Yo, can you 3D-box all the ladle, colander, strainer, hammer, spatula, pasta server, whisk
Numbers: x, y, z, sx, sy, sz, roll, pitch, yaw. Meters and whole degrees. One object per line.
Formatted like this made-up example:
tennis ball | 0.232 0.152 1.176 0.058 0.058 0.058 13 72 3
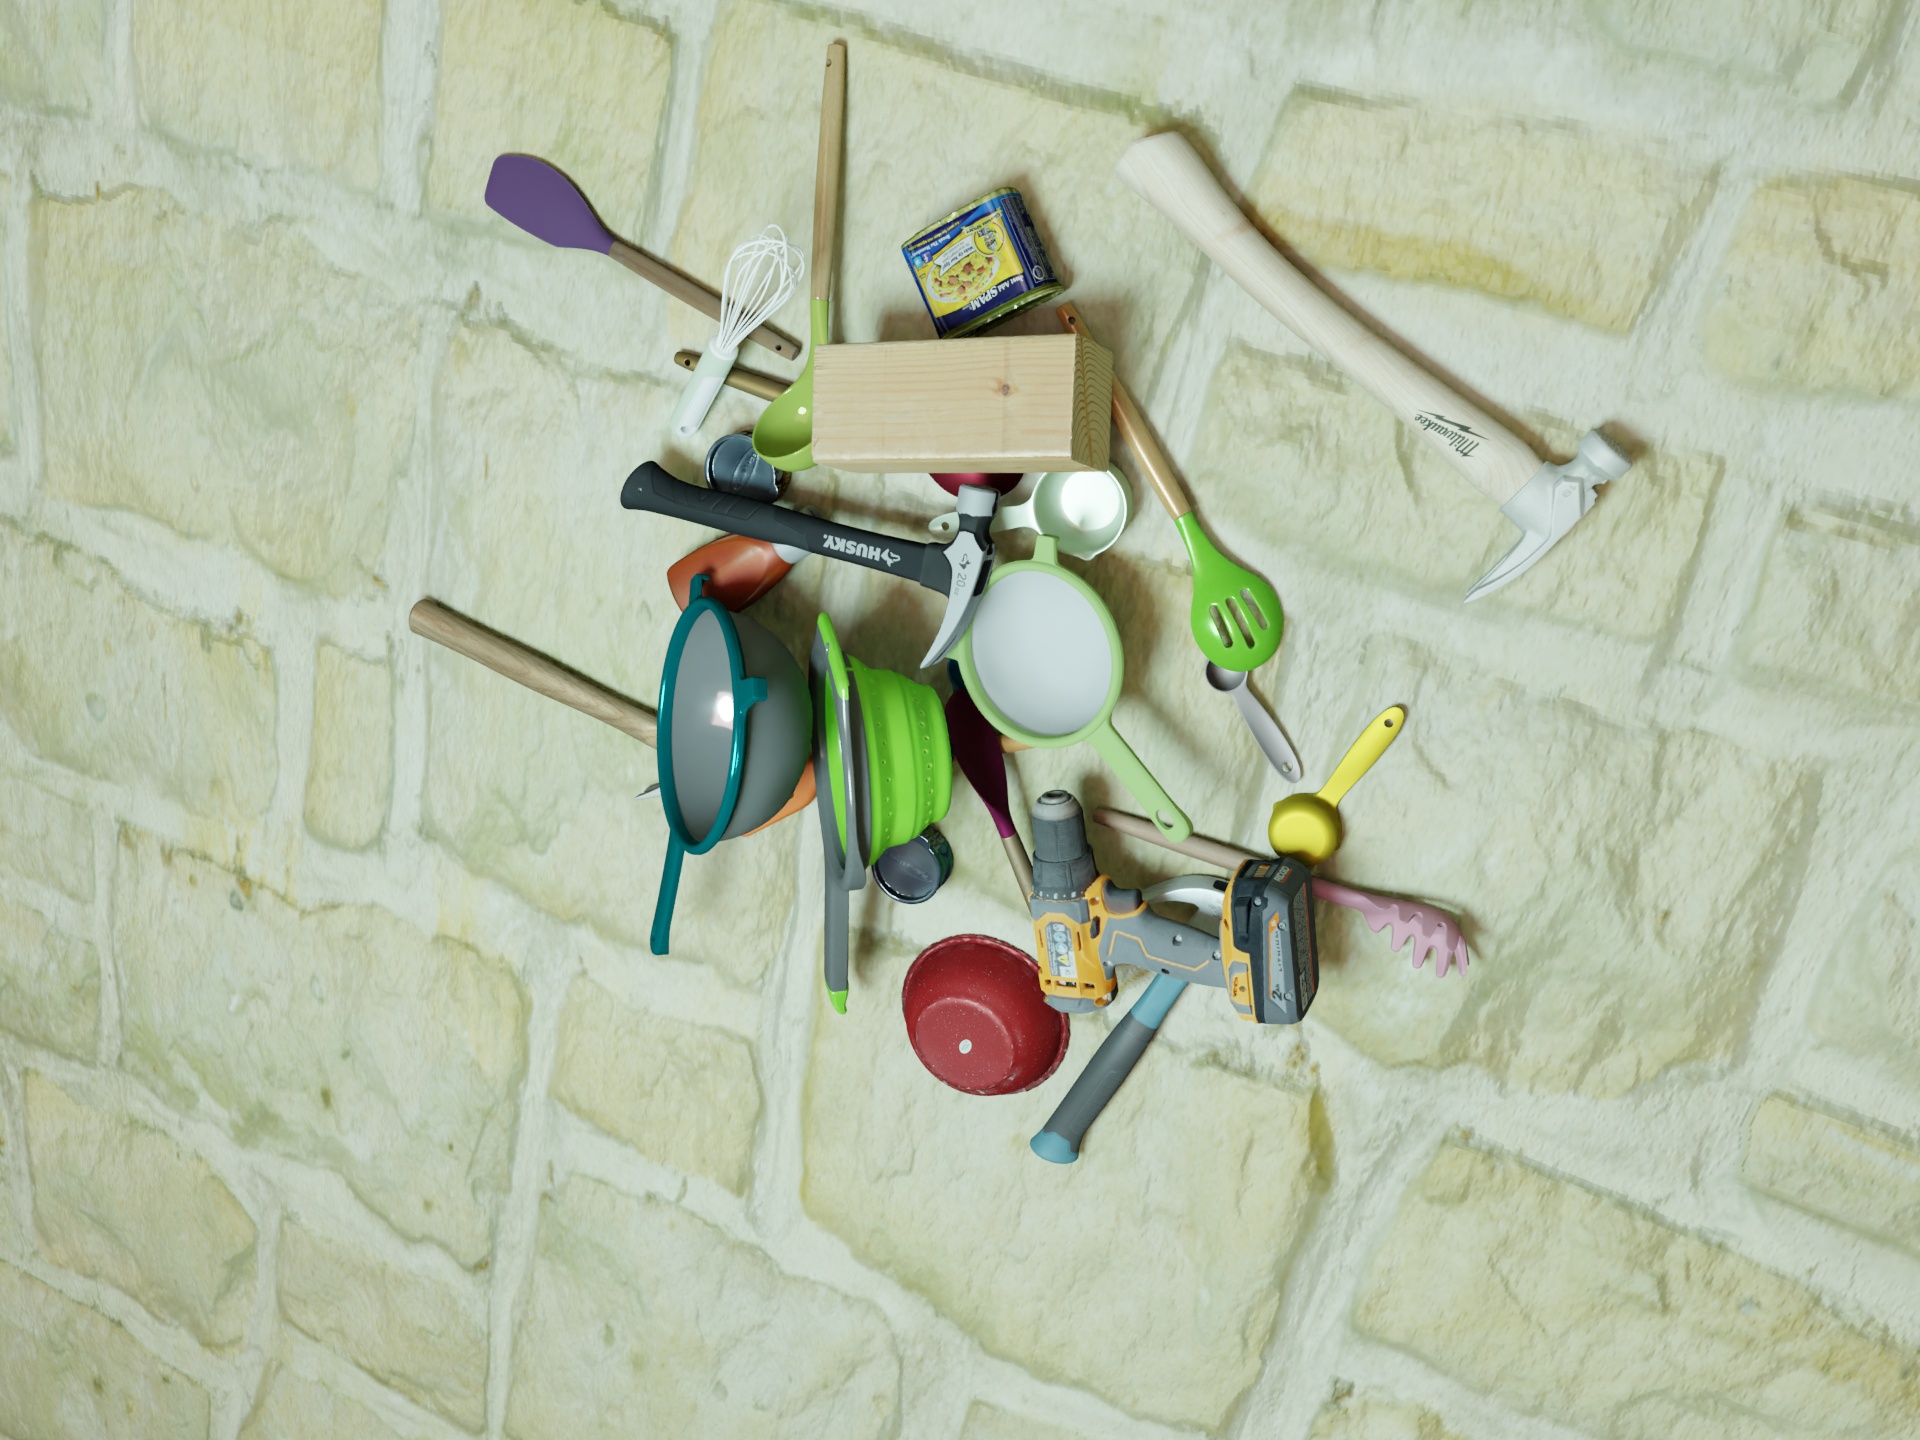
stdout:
ladle | -0.096 -0.249 1.287 0.315 0.031 0.069 22 113 16
colander | -0.066 0.095 1.319 0.094 0.205 0.396 -6 128 -12
strainer | -0.194 0.060 1.346 0.211 0.095 0.340 54 136 50
hammer | 0.266 -0.263 1.128 0.410 0.038 0.146 42 120 4
spatula | -0.060 0.038 1.366 0.322 0.041 0.081 -10 104 24
hammer | -0.370 -0.030 1.473 0.331 0.031 0.130 25 115 13
strainer | 0.107 -0.016 1.247 0.256 0.069 0.151 52 127 9
pasta server | 0.252 0.130 1.273 0.316 0.040 0.060 18 153 17
whisk | -0.183 -0.298 1.254 0.246 0.057 0.059 -45 54 52
hammer | -0.132 -0.148 1.281 0.335 0.035 0.146 16 106 21
ladle | -0.115 -0.353 1.225 0.078 0.062 0.320 16 107 38
spatula | -0.264 -0.379 1.312 0.316 0.018 0.059 32 116 10
hammer | 0.152 0.266 1.364 0.128 0.033 0.331 33 117 7

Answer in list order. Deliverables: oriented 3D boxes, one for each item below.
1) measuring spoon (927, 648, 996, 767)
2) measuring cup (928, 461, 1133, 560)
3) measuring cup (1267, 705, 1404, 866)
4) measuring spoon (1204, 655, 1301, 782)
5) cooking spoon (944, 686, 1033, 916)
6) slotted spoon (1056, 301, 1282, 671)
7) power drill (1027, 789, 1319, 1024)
measuring spoon | -0.002 -0.004 1.327 0.042 0.021 0.128 22 104 13
measuring cup | 0.056 -0.164 1.249 0.167 0.038 0.083 -5 107 26
measuring cup | 0.293 0.052 1.231 0.062 0.029 0.156 35 120 7
measuring spoon | 0.230 -0.003 1.247 0.034 0.018 0.124 -34 99 2
cooking spoon | 0.048 0.116 1.330 0.017 0.069 0.318 -10 115 29
slotted spoon | 0.154 -0.177 1.207 0.070 0.031 0.314 -30 93 3
power drill | 0.158 0.146 1.255 0.226 0.084 0.185 0 109 28
